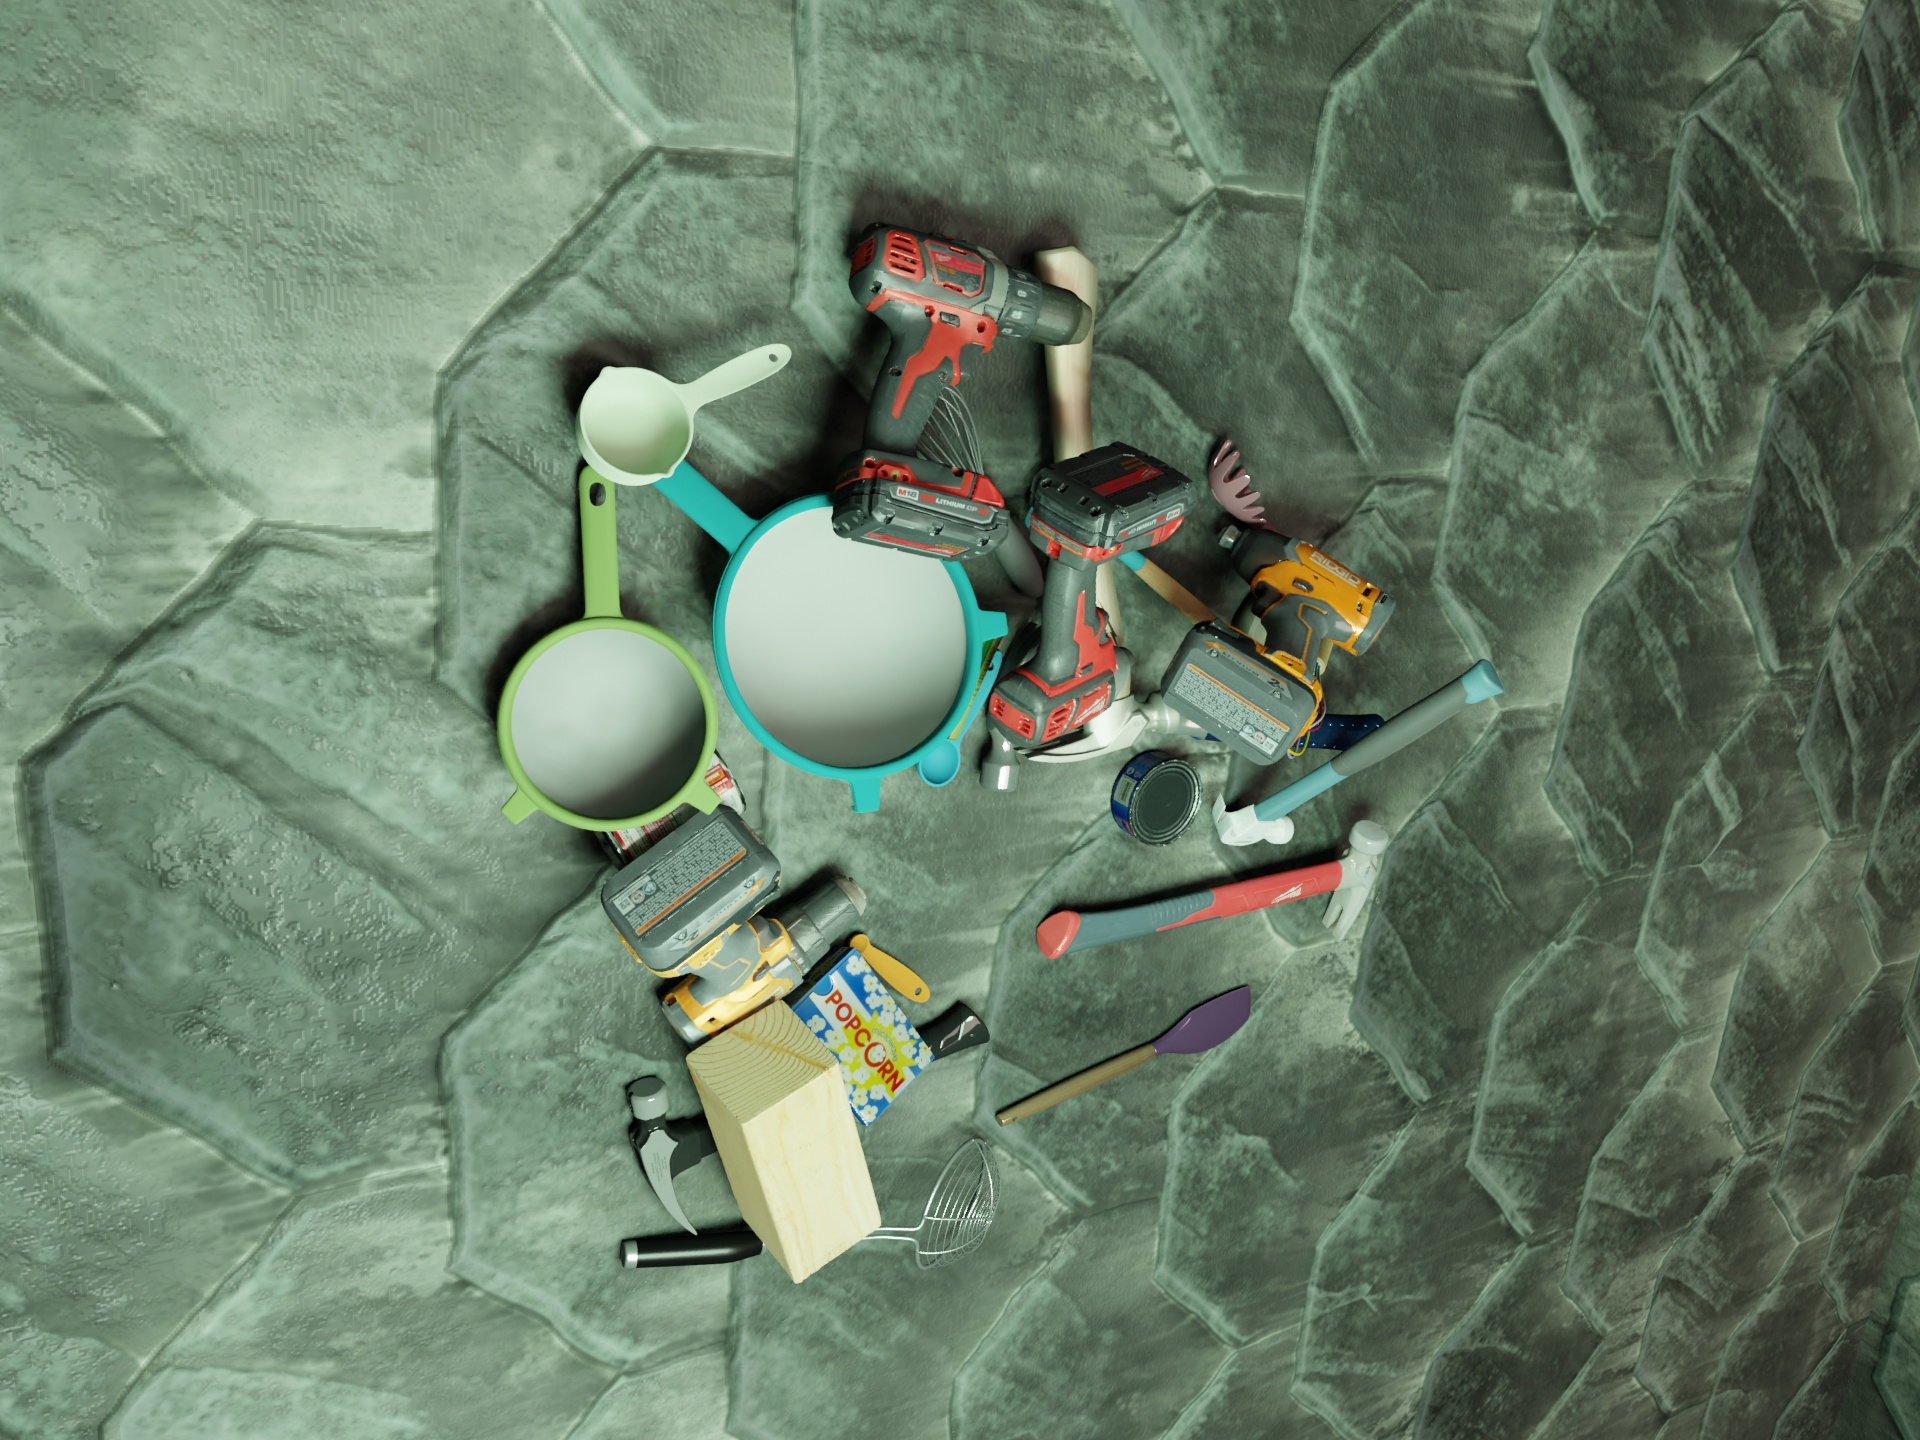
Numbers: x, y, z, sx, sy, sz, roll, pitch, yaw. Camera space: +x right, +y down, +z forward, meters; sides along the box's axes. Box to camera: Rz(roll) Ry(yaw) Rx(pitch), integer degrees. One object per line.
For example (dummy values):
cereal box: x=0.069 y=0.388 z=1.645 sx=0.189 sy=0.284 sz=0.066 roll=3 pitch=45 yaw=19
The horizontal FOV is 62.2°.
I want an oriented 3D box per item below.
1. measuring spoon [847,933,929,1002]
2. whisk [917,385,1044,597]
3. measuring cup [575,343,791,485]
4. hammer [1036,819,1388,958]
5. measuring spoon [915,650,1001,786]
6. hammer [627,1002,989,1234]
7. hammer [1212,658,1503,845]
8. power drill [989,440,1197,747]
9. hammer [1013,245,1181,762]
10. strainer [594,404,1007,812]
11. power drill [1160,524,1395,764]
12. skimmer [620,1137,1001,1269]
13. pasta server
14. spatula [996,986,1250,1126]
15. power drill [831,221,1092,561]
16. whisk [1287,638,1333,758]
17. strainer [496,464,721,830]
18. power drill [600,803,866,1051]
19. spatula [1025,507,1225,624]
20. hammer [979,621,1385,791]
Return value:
measuring spoon: x=-0.063 y=0.216 z=1.388 sx=0.021 sy=0.011 sz=0.116 roll=-52 pitch=131 yaw=-9
whisk: x=0.013 y=-0.182 z=1.264 sx=0.055 sy=0.055 sz=0.238 roll=-44 pitch=131 yaw=-12
measuring cup: x=-0.189 y=-0.218 z=1.094 sx=0.167 sy=0.038 sz=0.083 roll=-33 pitch=96 yaw=-28
hammer: x=0.245 y=0.190 z=1.552 sx=0.386 sy=0.038 sz=0.143 roll=-9 pitch=130 yaw=-27
measuring spoon: x=-0.002 y=-0.004 z=1.341 sx=0.042 sy=0.021 sz=0.128 roll=36 pitch=77 yaw=-37
hammer: x=-0.120 y=0.323 z=1.374 sx=0.334 sy=0.035 sz=0.146 roll=-17 pitch=116 yaw=-28
hammer: x=0.356 y=0.036 z=1.441 sx=0.128 sy=0.033 sz=0.331 roll=3 pitch=151 yaw=-38
power drill: x=0.099 y=-0.091 z=1.207 sx=0.143 sy=0.079 sz=0.219 roll=-25 pitch=139 yaw=-40
hammer: x=0.090 y=-0.167 z=1.280 sx=0.146 sy=0.038 sz=0.410 roll=-15 pitch=109 yaw=-20
strainer: x=-0.142 y=-0.100 z=1.174 sx=0.340 sy=0.095 sz=0.211 roll=42 pitch=70 yaw=-16
power drill: x=0.257 y=-0.078 z=1.342 sx=0.226 sy=0.164 sz=0.084 roll=-46 pitch=166 yaw=-43
skimmer: x=-0.125 y=0.443 z=1.421 sx=0.363 sy=0.090 sz=0.127 roll=3 pitch=110 yaw=-23
pasta server: x=0.316 y=-0.155 z=1.475 sx=0.040 sy=0.060 sz=0.315 roll=-36 pitch=134 yaw=22
spatula: x=0.170 y=0.339 z=1.581 sx=0.316 sy=0.018 sz=0.059 roll=-17 pitch=117 yaw=-28
power drill: x=0.002 y=-0.234 z=1.154 sx=0.187 sy=0.080 sz=0.227 roll=10 pitch=82 yaw=-25
whisk: x=0.315 y=-0.042 z=1.438 sx=0.051 sy=0.047 sz=0.245 roll=-59 pitch=178 yaw=36
strainer: x=-0.252 y=-0.052 z=1.133 sx=0.151 sy=0.069 sz=0.256 roll=-3 pitch=92 yaw=-9
power drill: x=-0.163 y=0.151 z=1.213 sx=0.185 sy=0.084 sz=0.226 roll=-38 pitch=151 yaw=-15
spatula: x=0.177 y=-0.118 z=1.376 sx=0.317 sy=0.044 sz=0.082 roll=36 pitch=85 yaw=-27
hammer: x=0.210 y=-0.002 z=1.421 sx=0.405 sy=0.035 sz=0.144 roll=3 pitch=102 yaw=-25
